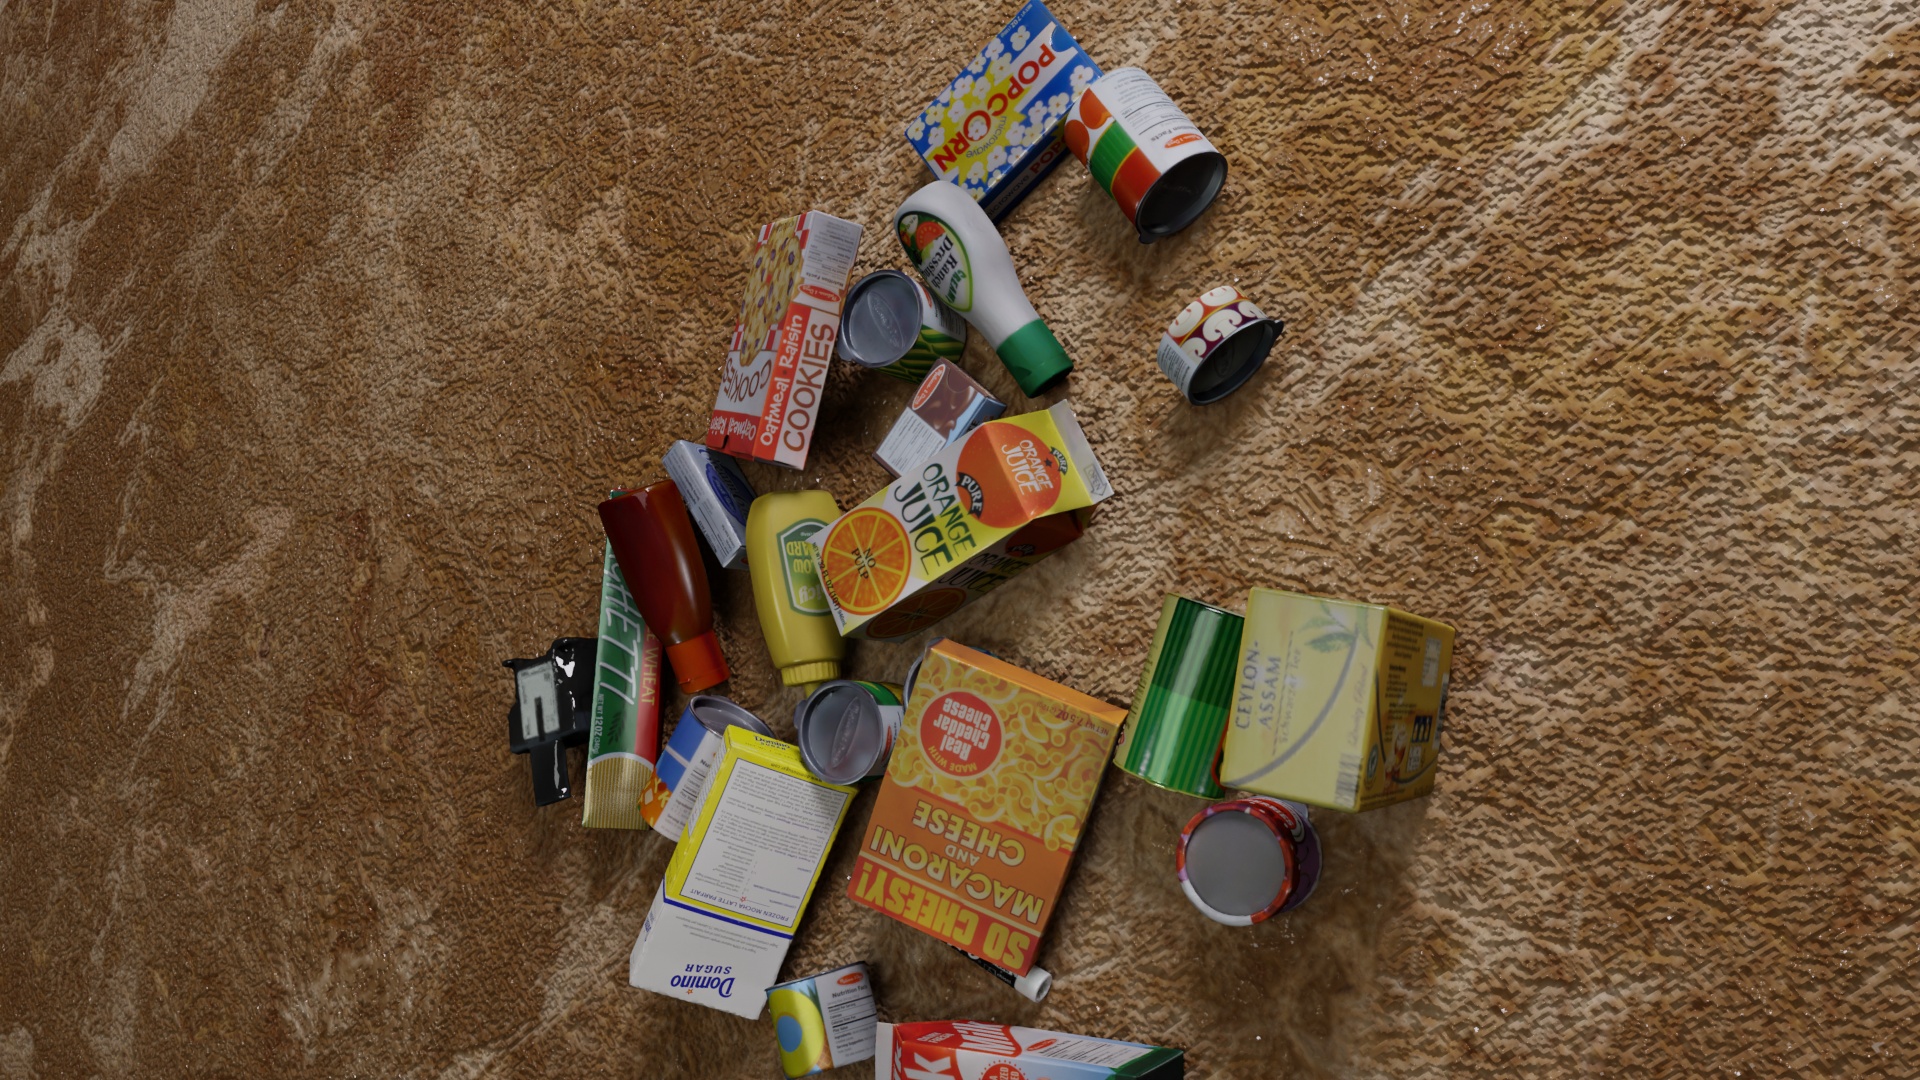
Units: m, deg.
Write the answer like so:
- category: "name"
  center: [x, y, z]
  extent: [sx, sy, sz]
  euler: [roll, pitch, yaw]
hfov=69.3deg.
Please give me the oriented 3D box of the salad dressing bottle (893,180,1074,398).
- category: "salad dressing bottle"
  center: [0.016, -0.159, 0.888]
  extent: [0.148, 0.044, 0.064]
  euler: [54, 145, 7]

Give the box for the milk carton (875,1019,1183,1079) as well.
- category: "milk carton"
  center: [0.029, 0.328, 0.811]
  extent: [0.190, 0.073, 0.072]
  euler: [-3, 82, 30]

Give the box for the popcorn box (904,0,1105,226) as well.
- category: "popcorn box"
  center: [0.034, -0.280, 0.918]
  extent: [0.126, 0.038, 0.085]
  euler: [-42, 64, 19]

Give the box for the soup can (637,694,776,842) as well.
- category: "soup can"
  center: [-0.176, 0.159, 0.962]
  extent: [0.071, 0.071, 0.083]
  euler: [35, 102, 29]

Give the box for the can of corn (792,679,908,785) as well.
- category: "can of corn"
  center: [-0.064, 0.124, 0.904]
  extent: [0.071, 0.058, 0.071]
  euler: [-4, 81, 30]

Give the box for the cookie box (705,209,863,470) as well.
- category: "cookie box"
  center: [-0.124, -0.136, 0.954]
  extent: [0.123, 0.040, 0.167]
  euler: [16, 92, 65]

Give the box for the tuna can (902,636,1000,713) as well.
- category: "tuna can"
  center: [-0.001, 0.097, 0.886]
  extent: [0.071, 0.033, 0.071]
  euler: [-5, 81, 30]

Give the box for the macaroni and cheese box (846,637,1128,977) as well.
- category: "macaroni and cheese box"
  center: [0.015, 0.159, 0.838]
  extent: [0.124, 0.040, 0.166]
  euler: [21, 101, 14]

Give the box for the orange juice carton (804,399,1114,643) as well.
- category: "orange juice carton"
  center: [0.003, -0.011, 0.876]
  extent: [0.192, 0.073, 0.072]
  euler: [-32, 68, 22]

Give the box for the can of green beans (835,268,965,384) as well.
- category: "can of green beans"
  center: [-0.038, -0.141, 0.928]
  extent: [0.071, 0.058, 0.071]
  euler: [-5, 81, 30]

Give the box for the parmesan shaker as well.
- category: "parmesan shaker"
  center: [0.133, 0.088, 0.787]
  extent: [0.071, 0.071, 0.103]
  euler: [19, 92, 31]

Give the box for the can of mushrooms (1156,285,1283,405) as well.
- category: "can of mushrooms"
  center: [0.151, -0.115, 0.810]
  extent: [0.071, 0.071, 0.033]
  euler: [-47, 63, 17]

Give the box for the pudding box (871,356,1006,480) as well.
- category: "pudding box"
  center: [-0.014, -0.073, 0.920]
  extent: [0.050, 0.030, 0.083]
  euler: [42, 104, 29]

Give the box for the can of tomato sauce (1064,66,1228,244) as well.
- category: "can of tomato sauce"
  center: [0.111, -0.236, 0.851]
  extent: [0.071, 0.071, 0.083]
  euler: [-43, 64, 19]

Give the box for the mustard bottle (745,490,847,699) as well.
- category: "mustard bottle"
  center: [-0.104, 0.047, 0.937]
  extent: [0.048, 0.065, 0.160]
  euler: [-22, 75, 57]

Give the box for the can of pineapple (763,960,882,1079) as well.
- category: "can of pineapple"
  center: [-0.087, 0.306, 0.887]
  extent: [0.071, 0.071, 0.058]
  euler: [-24, 72, 26]

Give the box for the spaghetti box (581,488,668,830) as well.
- category: "spaghetti box"
  center: [-0.240, 0.085, 1.018]
  extent: [0.050, 0.028, 0.250]
  euler: [4, 84, -4]

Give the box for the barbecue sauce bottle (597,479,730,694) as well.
- category: "barbecue sauce bottle"
  center: [-0.205, 0.034, 0.983]
  extent: [0.064, 0.044, 0.148]
  euler: [-16, 96, 37]

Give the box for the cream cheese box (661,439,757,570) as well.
- category: "cream cheese box"
  center: [-0.168, -0.025, 0.989]
  extent: [0.024, 0.053, 0.104]
  euler: [-44, 64, 20]

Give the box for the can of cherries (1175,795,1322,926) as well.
- category: "can of cherries"
  center: [0.160, 0.173, 0.766]
  extent: [0.071, 0.058, 0.071]
  euler: [-4, 81, 30]
